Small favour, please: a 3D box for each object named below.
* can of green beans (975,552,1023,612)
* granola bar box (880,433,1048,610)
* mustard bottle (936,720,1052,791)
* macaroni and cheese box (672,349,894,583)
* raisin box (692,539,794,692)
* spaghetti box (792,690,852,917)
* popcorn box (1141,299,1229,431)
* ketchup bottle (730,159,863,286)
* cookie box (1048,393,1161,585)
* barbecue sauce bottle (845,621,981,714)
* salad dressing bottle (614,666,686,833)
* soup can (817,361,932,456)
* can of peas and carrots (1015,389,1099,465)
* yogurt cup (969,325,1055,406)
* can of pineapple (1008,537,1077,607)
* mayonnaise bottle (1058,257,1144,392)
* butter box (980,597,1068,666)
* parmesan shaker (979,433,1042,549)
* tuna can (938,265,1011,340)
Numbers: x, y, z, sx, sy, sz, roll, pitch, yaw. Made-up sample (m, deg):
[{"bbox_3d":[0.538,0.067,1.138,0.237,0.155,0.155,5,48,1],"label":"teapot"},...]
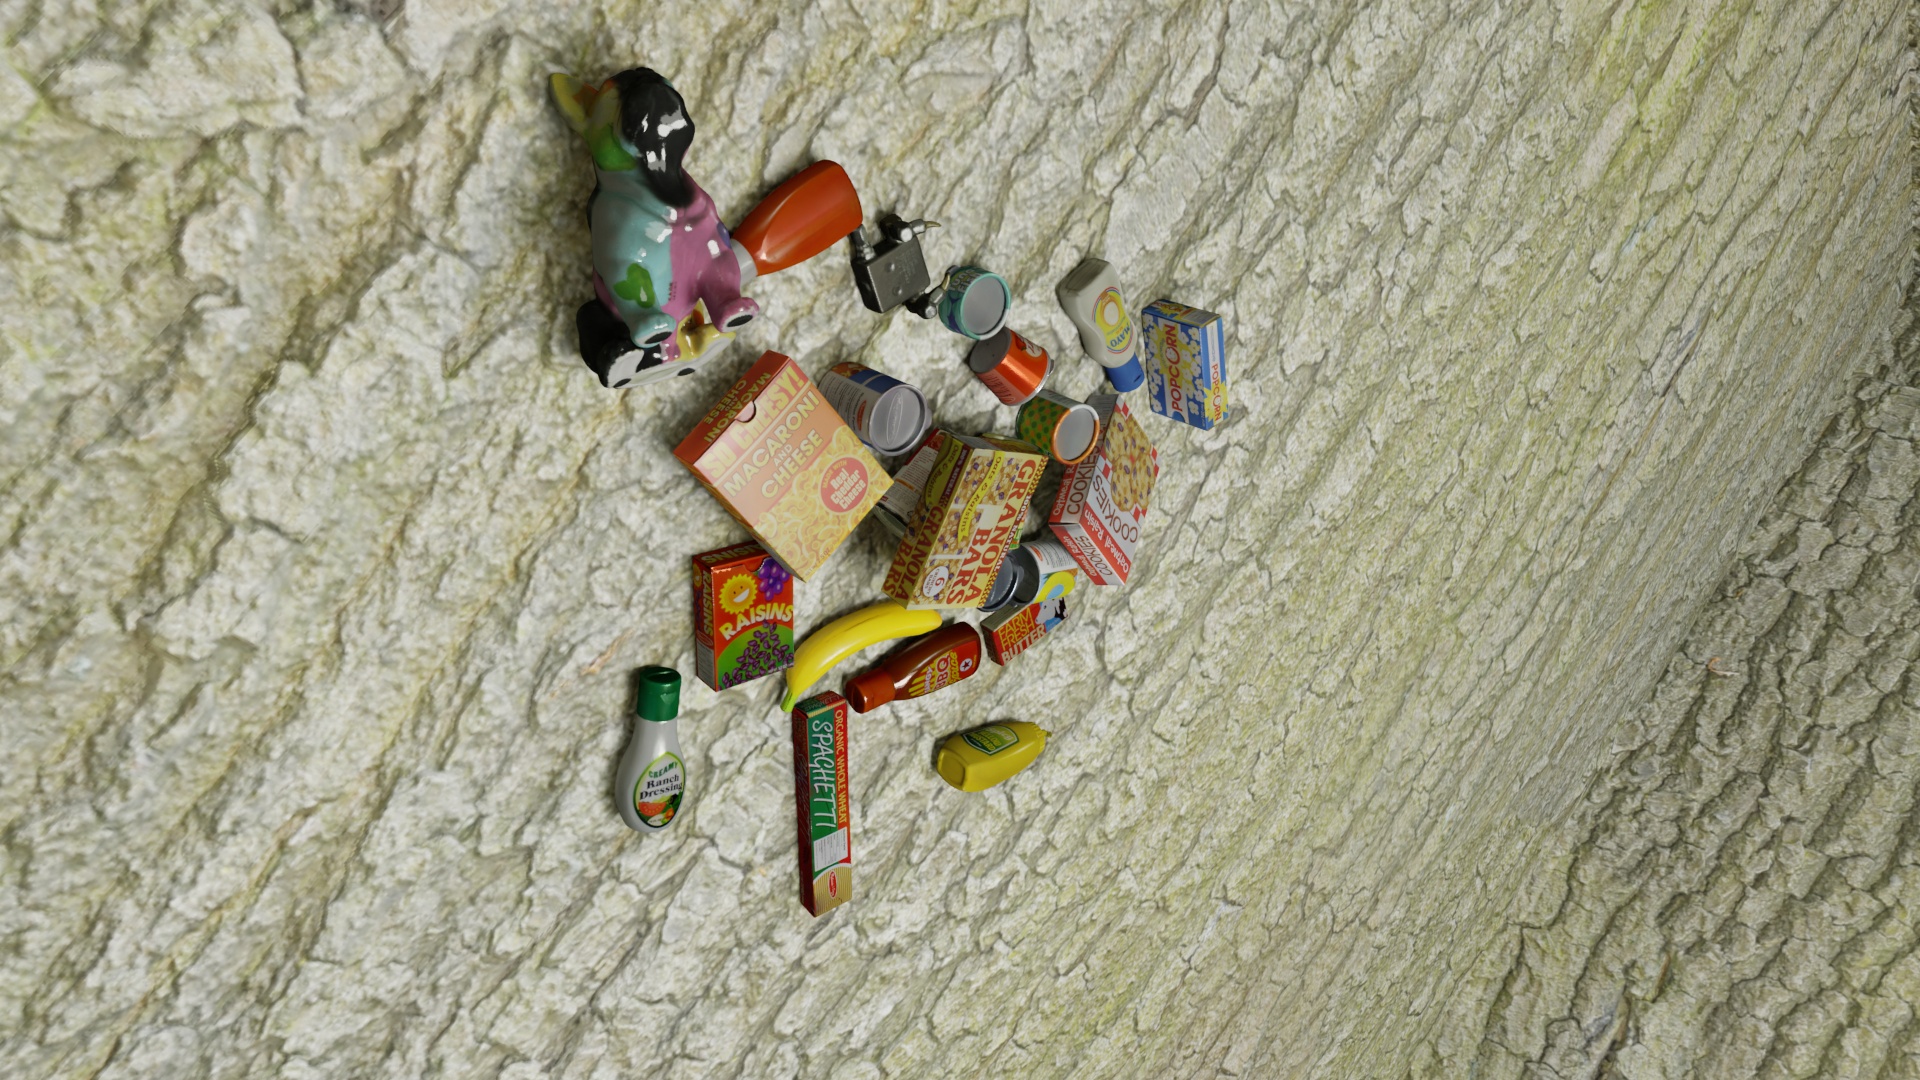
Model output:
[{"bbox_3d":[0.018,0.033,1.423,0.071,0.058,0.071,-19,121,-35],"label":"can of green beans"},{"bbox_3d":[0.005,-0.016,1.307,0.124,0.039,0.165,2,116,-53],"label":"granola bar box"},{"bbox_3d":[0.047,0.231,1.542,0.161,0.065,0.048,-14,124,-44],"label":"mustard bottle"},{"bbox_3d":[-0.147,-0.062,1.192,0.124,0.040,0.166,-50,131,-13],"label":"macaroni and cheese box"},{"bbox_3d":[-0.196,0.066,1.258,0.086,0.040,0.122,-15,118,-36],"label":"raisin box"},{"bbox_3d":[-0.139,0.269,1.411,0.050,0.029,0.248,-18,121,-36],"label":"spaghetti box"},{"bbox_3d":[0.244,-0.191,1.505,0.038,0.085,0.126,-31,127,-29],"label":"popcorn box"},{"bbox_3d":[-0.151,-0.252,1.147,0.149,0.043,0.064,-40,130,-22],"label":"ketchup bottle"},{"bbox_3d":[0.156,-0.053,1.480,0.122,0.040,0.168,49,51,-44],"label":"cookie box"},{"bbox_3d":[-0.048,0.134,1.420,0.149,0.044,0.064,-21,134,-34],"label":"barbecue sauce bottle"},{"bbox_3d":[-0.273,0.186,1.240,0.064,0.044,0.147,-8,114,-41],"label":"salad dressing bottle"},{"bbox_3d":[-0.078,-0.119,1.247,0.071,0.084,0.071,-20,122,-35],"label":"soup can"},{"bbox_3d":[0.100,-0.114,1.429,0.071,0.059,0.070,-19,121,-35],"label":"can of peas and carrots"},{"bbox_3d":[0.046,-0.172,1.351,0.054,0.072,0.072,34,85,-37],"label":"yogurt cup"},{"bbox_3d":[0.081,0.034,1.477,0.058,0.071,0.070,-9,115,-40],"label":"can of pineapple"},{"bbox_3d":[0.152,-0.218,1.441,0.065,0.041,0.147,-47,133,-18],"label":"mayonnaise bottle"},{"bbox_3d":[0.070,0.087,1.521,0.104,0.024,0.053,-35,129,-26],"label":"butter box"},{"bbox_3d":[0.038,-0.050,1.395,0.071,0.071,0.102,1,108,-43],"label":"parmesan shaker"},{"bbox_3d":[0.013,-0.227,1.316,0.071,0.033,0.070,-20,122,-35],"label":"tuna can"}]
